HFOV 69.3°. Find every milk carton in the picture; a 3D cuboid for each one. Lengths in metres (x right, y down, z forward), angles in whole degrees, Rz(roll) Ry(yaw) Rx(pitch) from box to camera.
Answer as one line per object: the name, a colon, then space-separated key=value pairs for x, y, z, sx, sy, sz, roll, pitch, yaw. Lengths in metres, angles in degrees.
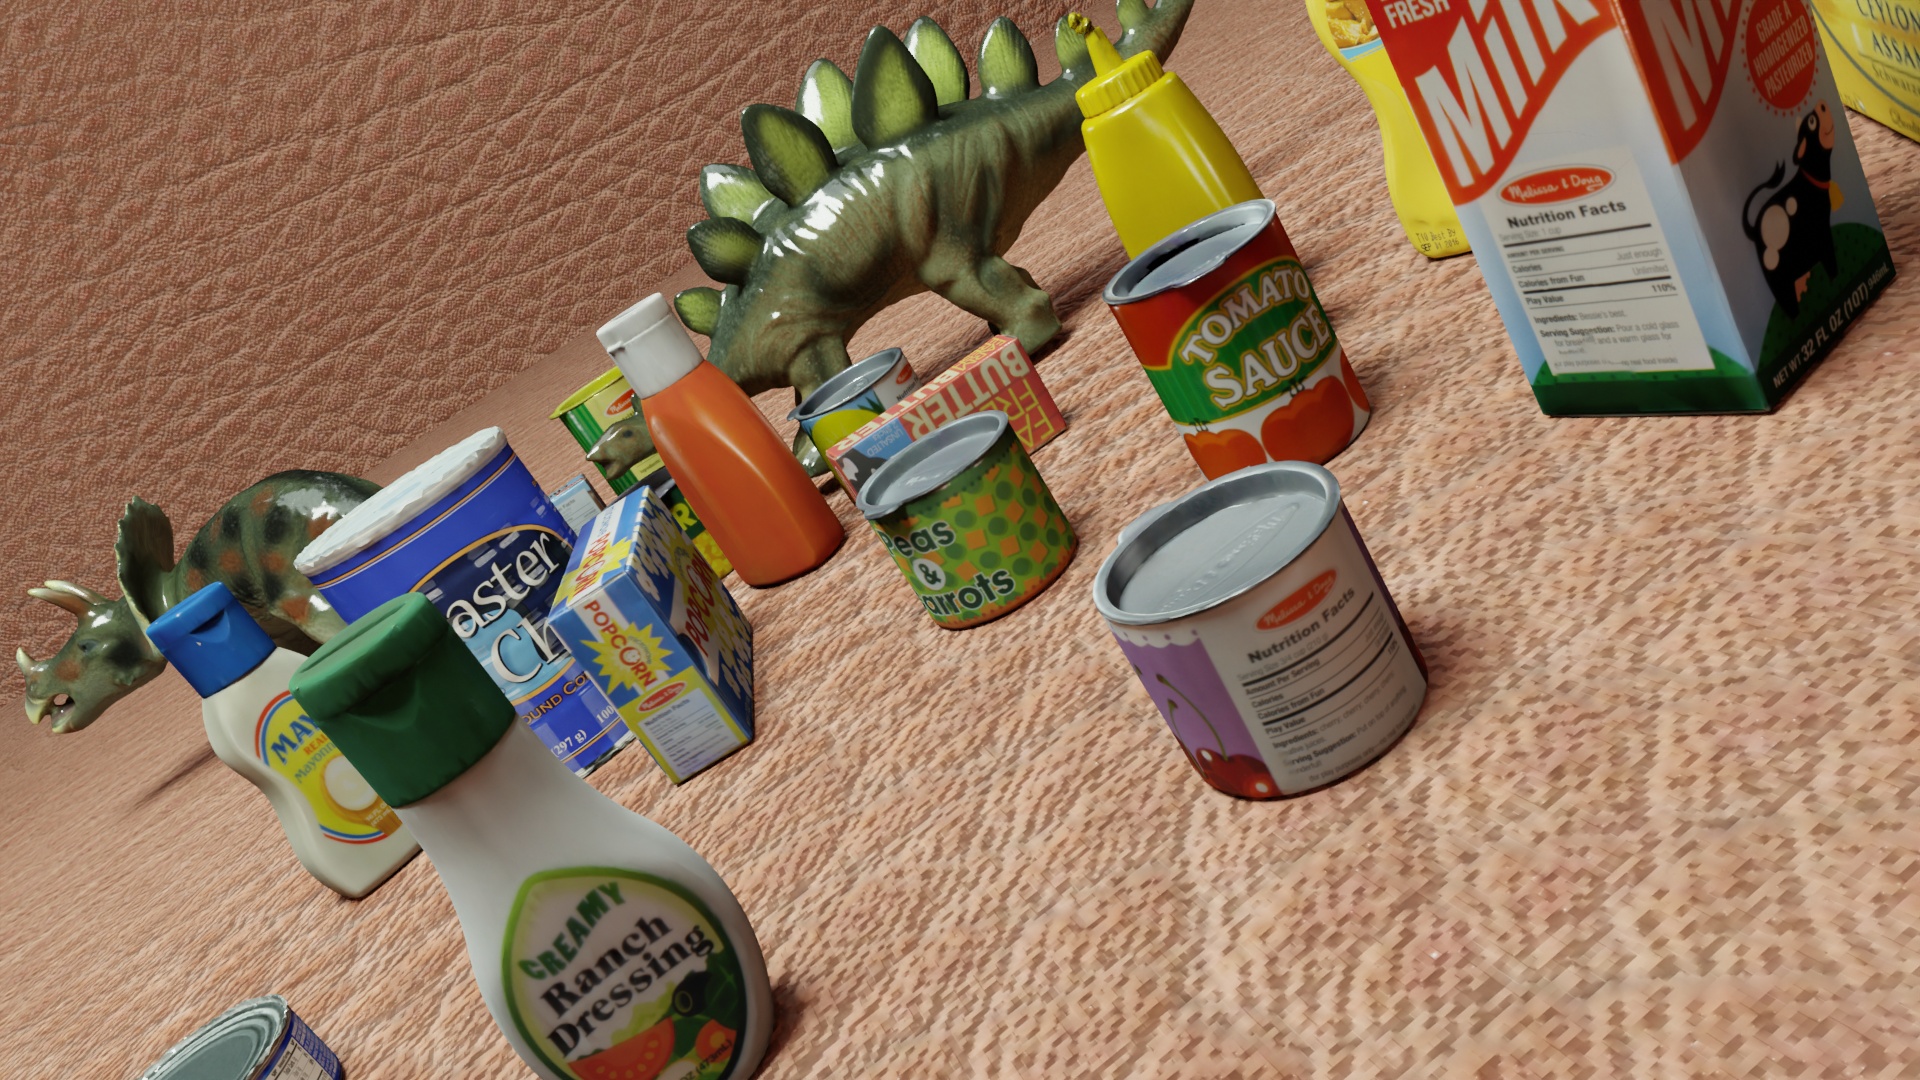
milk carton: x=0.174 y=-0.132 z=0.376 sx=0.072 sy=0.190 sz=0.073 roll=-40 pitch=20 yaw=-20

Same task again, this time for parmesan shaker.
parmesan shaker: x=-0.206 y=-0.057 z=0.896 sx=0.071 sy=0.103 sz=0.071 roll=-28 pitch=20 yaw=11

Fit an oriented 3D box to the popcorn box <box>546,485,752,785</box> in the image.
popcorn box: x=-0.125 y=0.035 z=0.582 sx=0.038 sy=0.085 sz=0.127 roll=-32 pitch=19 yaw=2

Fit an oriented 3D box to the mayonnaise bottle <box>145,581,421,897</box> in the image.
mayonnaise bottle: x=-0.297 y=0.087 z=0.619 sx=0.041 sy=0.147 sz=0.065 roll=-9 pitch=29 yaw=48

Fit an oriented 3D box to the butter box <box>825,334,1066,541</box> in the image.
butter box: x=-0.006 y=-0.047 z=0.646 sx=0.104 sy=0.053 sz=0.024 roll=-36 pitch=19 yaw=-10

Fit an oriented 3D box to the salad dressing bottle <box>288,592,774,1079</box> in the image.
salad dressing bottle: x=-0.104 y=0.081 z=0.345 sx=0.064 sy=0.147 sz=0.044 roll=-36 pitch=20 yaw=-12

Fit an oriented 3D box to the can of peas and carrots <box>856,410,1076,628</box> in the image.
can of peas and carrots: x=0.002 y=-0.007 z=0.530 sx=0.071 sy=0.058 sz=0.071 roll=-28 pitch=20 yaw=11

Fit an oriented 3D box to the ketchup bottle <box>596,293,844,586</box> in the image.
ketchup bottle: x=-0.119 y=-0.048 z=0.675 sx=0.064 sy=0.148 sz=0.044 roll=-15 pitch=26 yaw=40

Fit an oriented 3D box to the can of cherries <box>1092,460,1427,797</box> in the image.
can of cherries: x=0.075 y=0.021 z=0.353 sx=0.071 sy=0.058 sz=0.072 roll=-28 pitch=20 yaw=11

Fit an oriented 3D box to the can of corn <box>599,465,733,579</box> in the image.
can of corn: x=-0.155 y=-0.005 z=0.761 sx=0.071 sy=0.058 sz=0.071 roll=-28 pitch=20 yaw=11

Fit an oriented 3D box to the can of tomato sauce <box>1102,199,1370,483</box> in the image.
can of tomato sauce: x=0.100 y=-0.068 z=0.494 sx=0.071 sy=0.083 sz=0.071 roll=-28 pitch=20 yaw=11

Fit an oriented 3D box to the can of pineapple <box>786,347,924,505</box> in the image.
can of pineapple: x=-0.046 y=-0.059 z=0.728 sx=0.071 sy=0.057 sz=0.071 roll=-28 pitch=20 yaw=11

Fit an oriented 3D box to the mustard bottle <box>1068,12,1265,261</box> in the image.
mustard bottle: x=0.093 y=-0.168 z=0.629 sx=0.065 sy=0.160 sz=0.049 roll=-17 pitch=24 yaw=37

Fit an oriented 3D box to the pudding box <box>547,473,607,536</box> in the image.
pudding box: x=-0.281 y=-0.003 z=0.959 sx=0.084 sy=0.049 sz=0.030 roll=-36 pitch=20 yaw=-11
